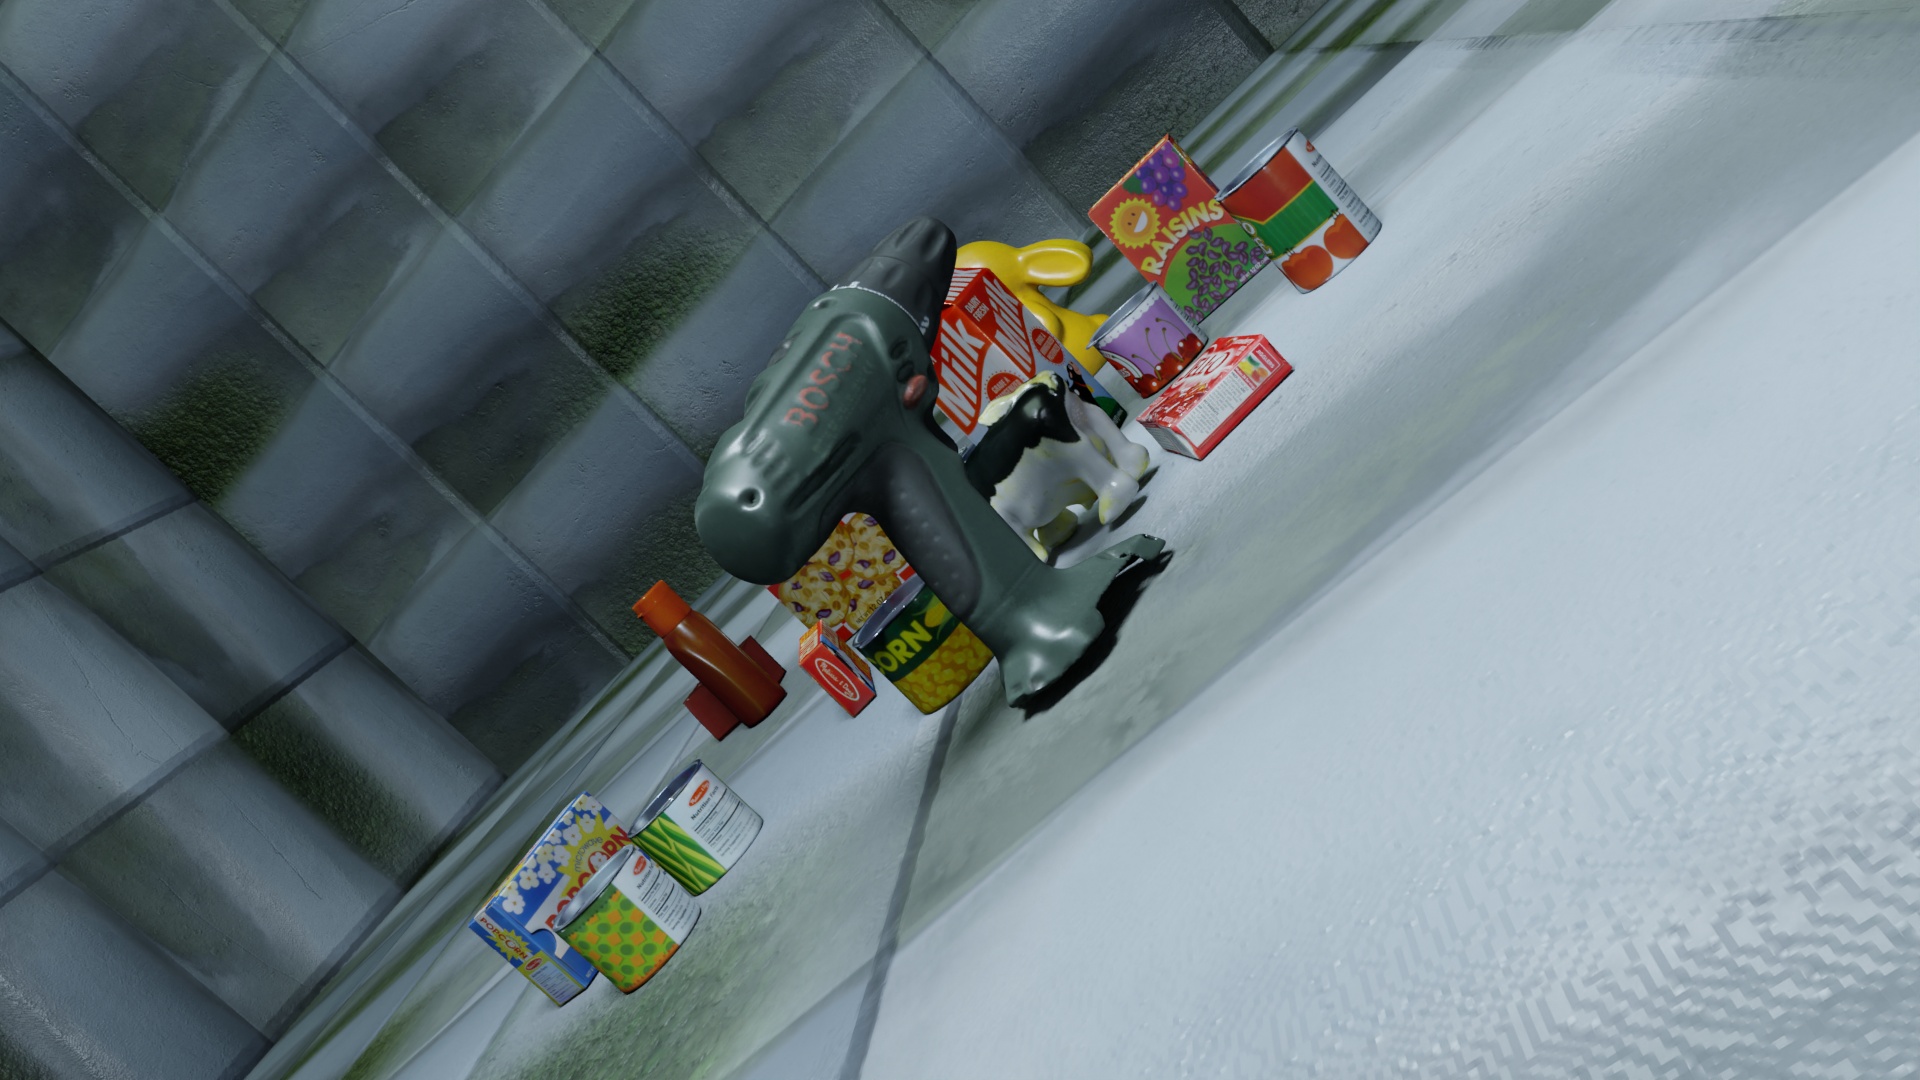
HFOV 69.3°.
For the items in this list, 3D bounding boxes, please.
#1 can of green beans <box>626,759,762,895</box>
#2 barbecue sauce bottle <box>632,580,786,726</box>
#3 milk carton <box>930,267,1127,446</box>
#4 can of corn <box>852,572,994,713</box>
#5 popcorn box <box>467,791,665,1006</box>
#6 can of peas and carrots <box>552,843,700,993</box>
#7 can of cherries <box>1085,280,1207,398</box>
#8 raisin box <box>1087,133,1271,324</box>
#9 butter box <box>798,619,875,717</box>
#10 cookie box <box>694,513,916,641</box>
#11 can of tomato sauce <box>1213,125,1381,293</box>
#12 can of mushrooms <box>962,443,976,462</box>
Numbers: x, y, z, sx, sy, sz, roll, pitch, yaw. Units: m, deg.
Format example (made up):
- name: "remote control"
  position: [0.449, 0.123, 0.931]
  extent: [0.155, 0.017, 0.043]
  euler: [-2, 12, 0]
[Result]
- name: "can of green beans"
  position: [-0.170, 0.184, 0.892]
  extent: [0.071, 0.058, 0.071]
  euler: [-43, 9, 9]
- name: "barbecue sauce bottle"
  position: [-0.222, 0.099, 1.219]
  extent: [0.044, 0.148, 0.064]
  euler: [-50, 10, -29]
- name: "milk carton"
  position: [0.023, -0.124, 1.000]
  extent: [0.073, 0.190, 0.073]
  euler: [-38, 11, 36]
- name: "can of corn"
  position: [-0.020, 0.058, 0.794]
  extent: [0.071, 0.058, 0.071]
  euler: [-43, 9, 9]
- name: "popcorn box"
  position: [-0.269, 0.246, 0.967]
  extent: [0.038, 0.085, 0.127]
  euler: [-40, 10, 29]
- name: "can of peas and carrots"
  position: [-0.201, 0.228, 0.831]
  extent: [0.071, 0.058, 0.071]
  euler: [-43, 9, 9]
- name: "can of cherries"
  position: [0.136, -0.145, 1.019]
  extent: [0.071, 0.058, 0.071]
  euler: [-43, 9, 9]
- name: "raisin box"
  position: [0.172, -0.240, 1.082]
  extent: [0.086, 0.123, 0.040]
  euler: [-41, 9, 22]
- name: "butter box"
  position: [-0.088, 0.088, 0.976]
  extent: [0.024, 0.053, 0.103]
  euler: [-45, 9, 0]
- name: "cookie box"
  position: [-0.122, -0.005, 1.182]
  extent: [0.122, 0.167, 0.040]
  euler: [-42, 9, 17]
- name: "can of tomato sauce"
  position: [0.213, -0.208, 0.881]
  extent: [0.071, 0.083, 0.071]
  euler: [-43, 9, 9]
- name: "can of mushrooms"
  position: [0.032, -0.082, 1.274]
  extent: [0.071, 0.033, 0.071]
  euler: [-43, 9, 9]
